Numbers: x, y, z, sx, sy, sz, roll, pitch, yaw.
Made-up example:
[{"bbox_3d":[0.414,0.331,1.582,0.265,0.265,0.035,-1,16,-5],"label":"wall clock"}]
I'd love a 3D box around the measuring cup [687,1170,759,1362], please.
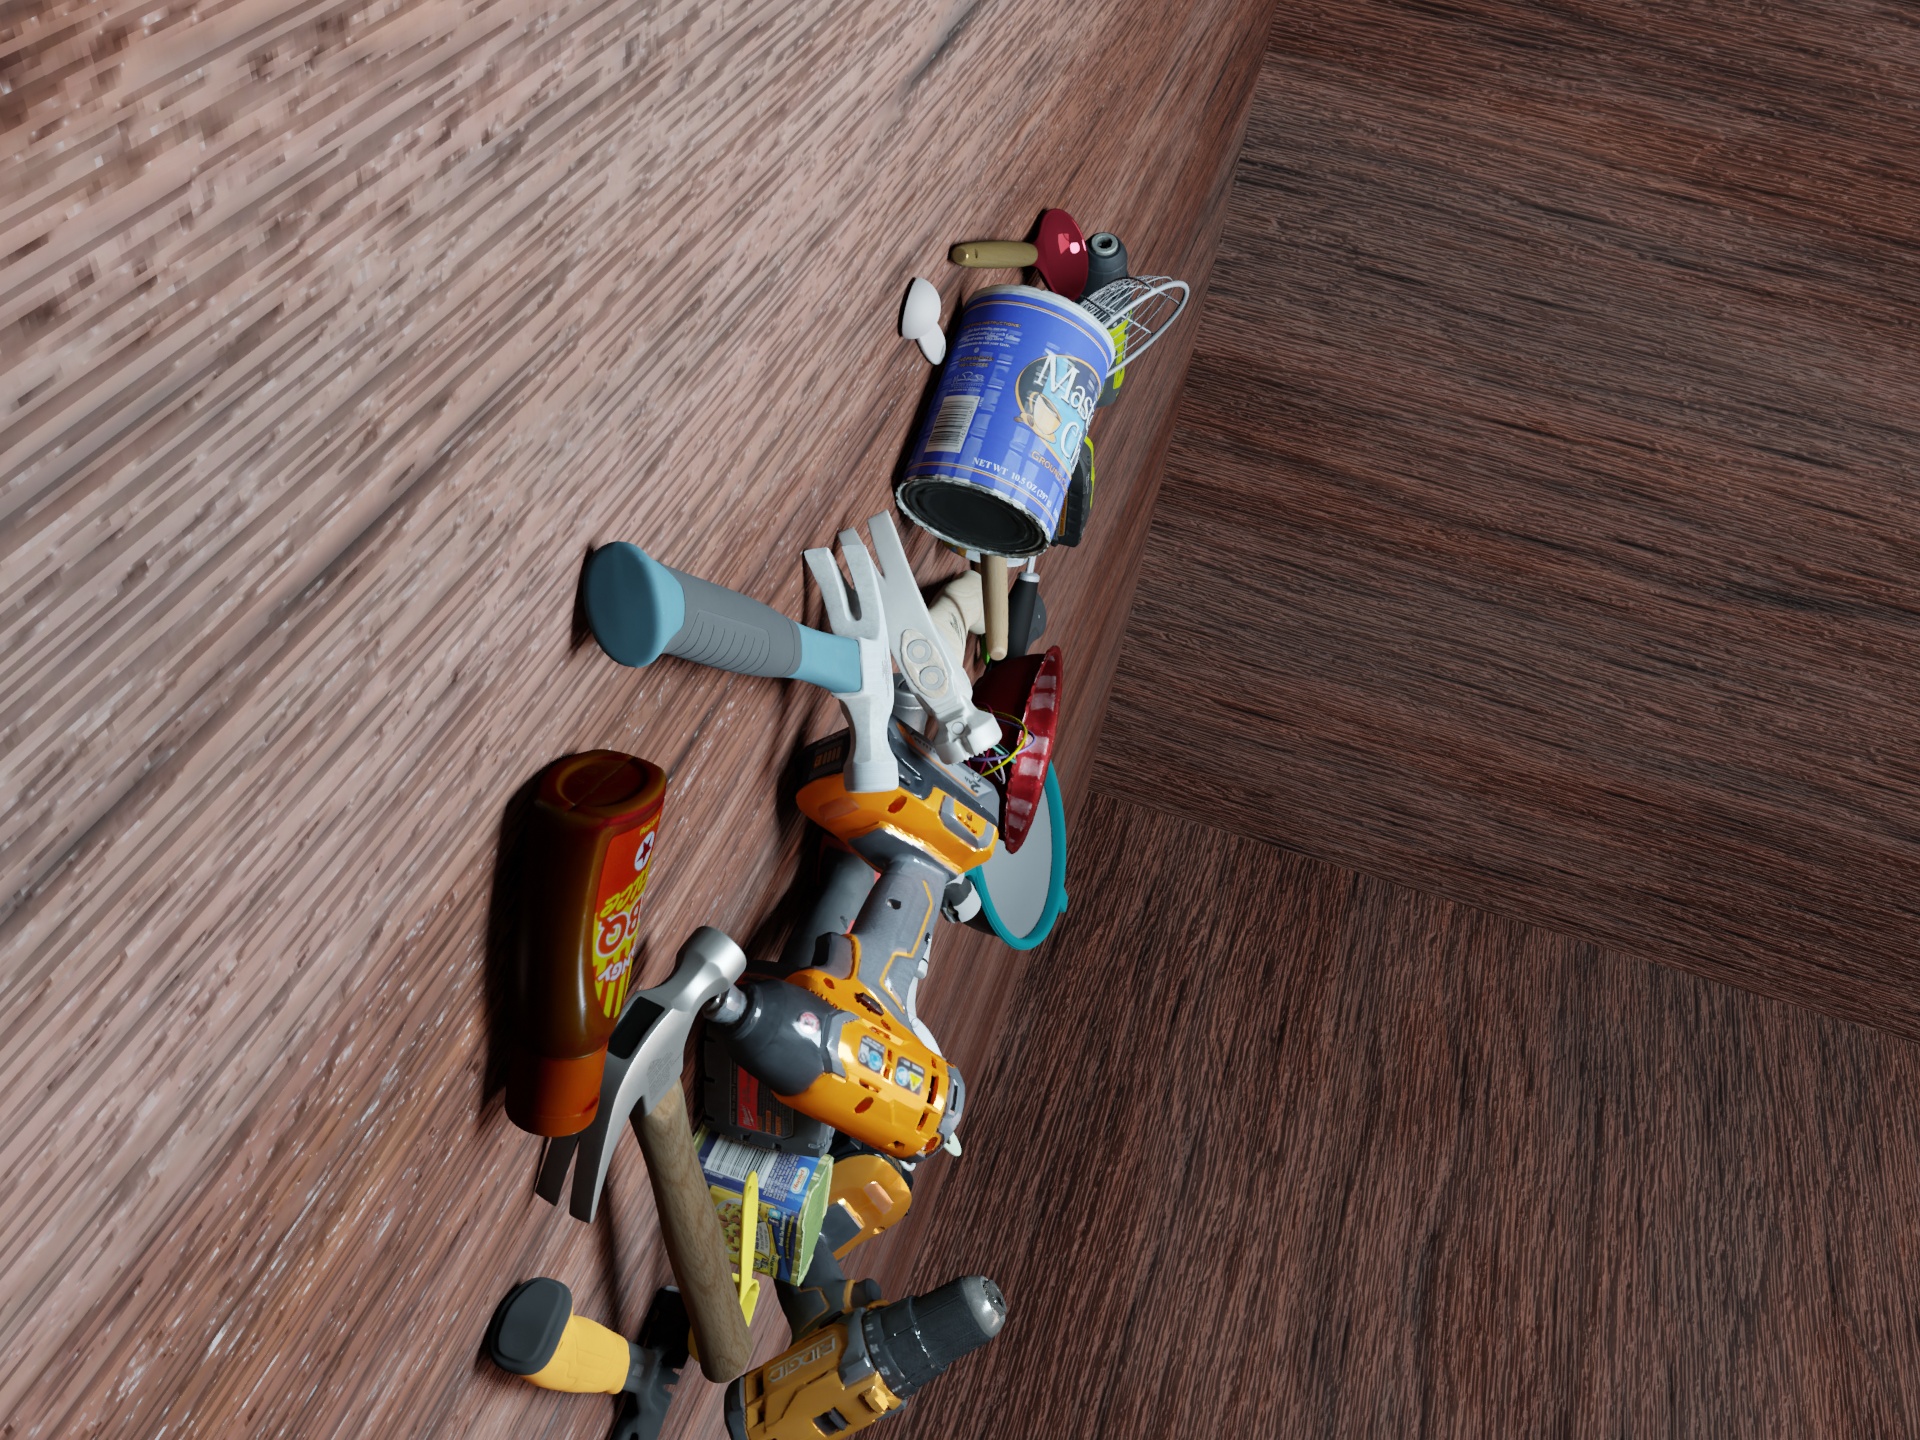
[{"bbox_3d":[-0.142,0.328,0.961,0.062,0.029,0.156,-59,160,-60],"label":"measuring cup"}]

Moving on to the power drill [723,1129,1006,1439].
[{"bbox_3d":[-0.067,0.365,1.055,0.084,0.185,0.226,57,7,-25],"label":"power drill"}]

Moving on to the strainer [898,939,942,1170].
[{"bbox_3d":[-0.033,0.170,1.040,0.086,0.050,0.259,39,46,-37],"label":"strainer"}]

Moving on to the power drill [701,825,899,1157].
[{"bbox_3d":[-0.091,0.170,1.031,0.227,0.080,0.187,-68,169,-50],"label":"power drill"}]

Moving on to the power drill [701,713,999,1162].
[{"bbox_3d":[-0.059,0.113,0.893,0.084,0.164,0.227,-22,-135,39],"label":"power drill"}]

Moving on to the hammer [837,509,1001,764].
[{"bbox_3d":[-0.011,-0.078,1.080,0.146,0.038,0.411,64,8,-7],"label":"hammer"}]

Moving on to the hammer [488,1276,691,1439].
[{"bbox_3d":[-0.195,0.351,0.851,0.336,0.034,0.127,89,19,-64],"label":"hammer"}]

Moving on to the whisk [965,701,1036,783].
[{"bbox_3d":[-0.004,-0.003,1.119,0.047,0.051,0.245,-65,-162,6],"label":"whisk"}]

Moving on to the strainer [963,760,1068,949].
[{"bbox_3d":[-0.012,0.112,1.377,0.340,0.095,0.211,-20,102,-63],"label":"strainer"}]

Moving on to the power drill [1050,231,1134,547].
[{"bbox_3d":[0.097,-0.284,1.366,0.190,0.080,0.229,89,17,-64],"label":"power drill"}]

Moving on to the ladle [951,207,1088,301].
[{"bbox_3d":[0.042,-0.319,1.093,0.315,0.031,0.069,-45,126,-68],"label":"ladle"}]

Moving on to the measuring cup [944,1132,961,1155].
[{"bbox_3d":[-0.063,0.261,1.164,0.038,0.167,0.083,-34,-171,27],"label":"measuring cup"}]

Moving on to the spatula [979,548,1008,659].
[{"bbox_3d":[0.031,-0.169,1.100,0.082,0.044,0.318,101,-9,-53],"label":"spatula"}]

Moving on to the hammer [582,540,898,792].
[{"bbox_3d":[-0.085,-0.033,0.721,0.331,0.033,0.128,15,71,-77],"label":"hammer"}]

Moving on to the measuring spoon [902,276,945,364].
[{"bbox_3d":[-0.014,-0.229,0.938,0.124,0.018,0.034,7,99,-82],"label":"measuring spoon"}]

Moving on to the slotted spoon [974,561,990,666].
[{"bbox_3d":[0.027,-0.114,1.407,0.313,0.031,0.070,75,33,-71],"label":"slotted spoon"}]

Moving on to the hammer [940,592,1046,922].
[{"bbox_3d":[0.016,-0.003,1.314,0.146,0.035,0.335,64,32,-32],"label":"hammer"}]

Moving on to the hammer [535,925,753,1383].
[{"bbox_3d":[-0.143,0.256,0.821,0.130,0.031,0.331,-50,151,-39],"label":"hammer"}]

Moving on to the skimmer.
[{"bbox_3d":[0.092,-0.164,1.233,0.127,0.090,0.363,-16,120,-69],"label":"skimmer"}]
